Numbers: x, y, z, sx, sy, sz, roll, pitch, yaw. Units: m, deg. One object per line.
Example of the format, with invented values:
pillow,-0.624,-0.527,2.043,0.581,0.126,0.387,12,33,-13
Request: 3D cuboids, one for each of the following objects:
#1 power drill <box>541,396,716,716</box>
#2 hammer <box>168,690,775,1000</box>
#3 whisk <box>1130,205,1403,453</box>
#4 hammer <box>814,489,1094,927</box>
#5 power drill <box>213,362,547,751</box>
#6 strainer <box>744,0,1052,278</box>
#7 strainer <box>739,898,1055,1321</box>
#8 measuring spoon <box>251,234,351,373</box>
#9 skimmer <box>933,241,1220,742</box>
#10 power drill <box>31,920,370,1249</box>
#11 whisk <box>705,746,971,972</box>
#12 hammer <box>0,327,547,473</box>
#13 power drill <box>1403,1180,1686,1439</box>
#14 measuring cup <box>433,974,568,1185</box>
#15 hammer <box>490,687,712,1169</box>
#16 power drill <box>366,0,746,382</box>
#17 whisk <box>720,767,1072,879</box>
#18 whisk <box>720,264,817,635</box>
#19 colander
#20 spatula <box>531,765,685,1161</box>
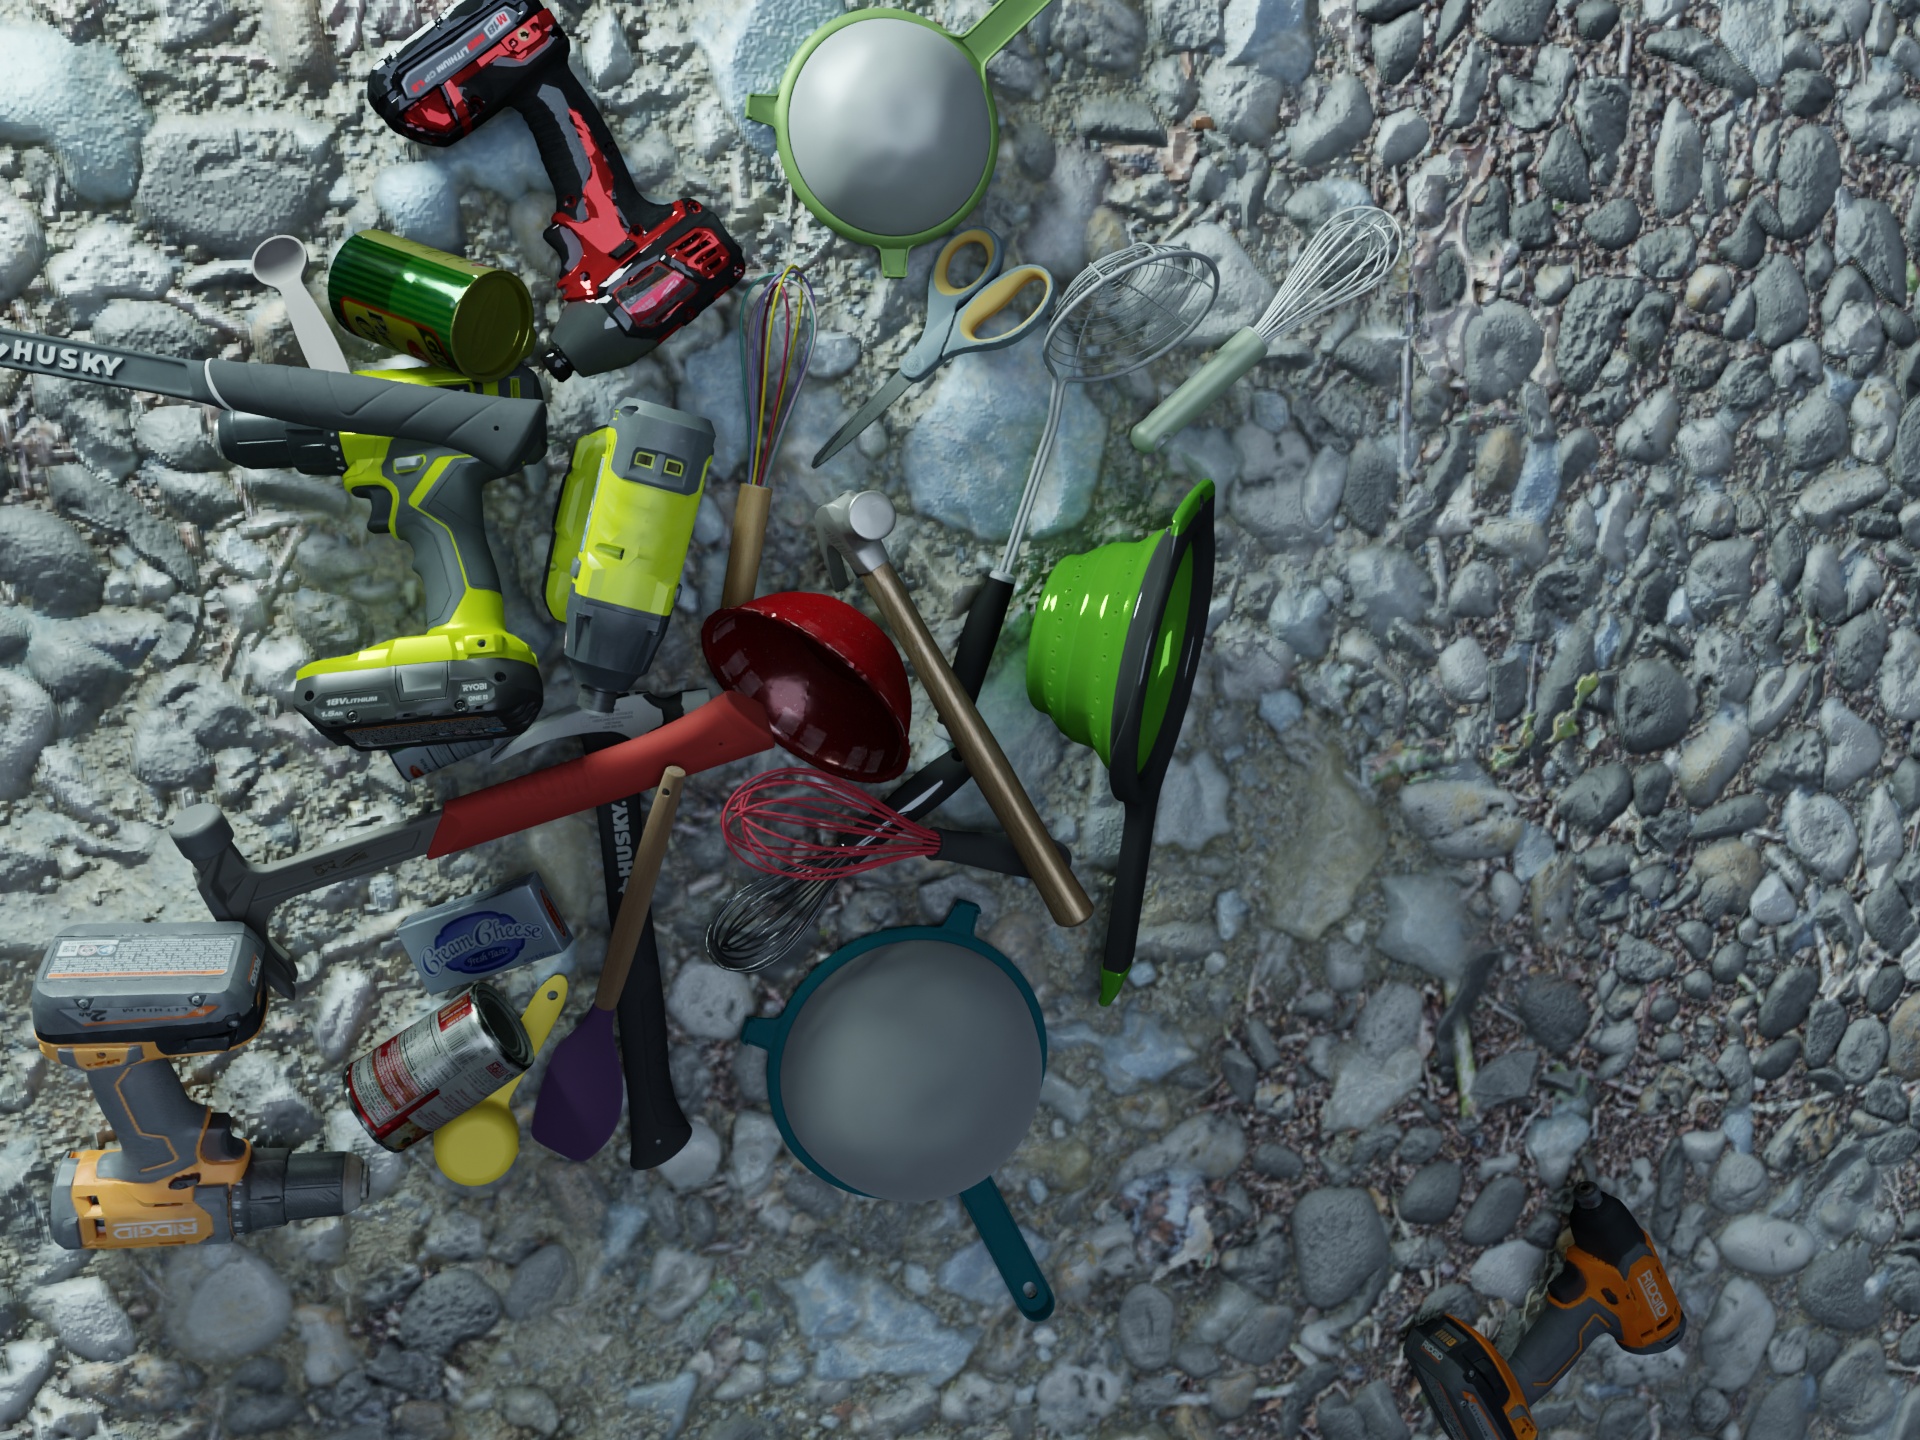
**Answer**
power drill,-0.202,-0.101,0.945,0.080,0.223,0.171,13,96,-17
hammer,-0.290,0.065,1.002,0.359,0.037,0.149,-18,128,-4
whisk,0.214,-0.275,1.125,0.246,0.057,0.059,-42,73,-2
hammer,-0.002,-0.003,1.059,0.031,0.130,0.331,-33,104,-14
power drill,-0.343,-0.102,0.955,0.190,0.080,0.229,-6,78,-7
strainer,-0.002,-0.420,1.022,0.256,0.069,0.151,-44,108,-2
strainer,0.000,0.315,1.145,0.211,0.095,0.340,-28,105,-9
measuring spoon,-0.388,-0.236,0.953,0.034,0.018,0.124,-28,77,-3
skimmer,0.071,-0.147,1.082,0.127,0.090,0.363,7,105,-56
power drill,-0.469,0.236,0.990,0.185,0.084,0.226,1,120,-15
whisk,-0.077,0.093,1.109,0.239,0.055,0.055,-38,107,-10
hammer,-0.442,-0.200,0.910,0.409,0.036,0.149,9,95,-1
power drill,0.485,0.496,1.321,0.226,0.084,0.164,-31,106,-12
measuring cup,-0.307,0.246,1.082,0.062,0.029,0.156,27,92,-18
hammer,-0.229,0.148,1.084,0.146,0.035,0.334,-7,102,-15
power drill,-0.250,-0.322,0.972,0.143,0.079,0.219,-40,110,-5
whisk,-0.033,0.081,1.077,0.295,0.073,0.073,12,97,-39
whisk,-0.133,-0.176,1.047,0.051,0.047,0.245,8,101,-18
colander,0.096,0.022,1.117,0.094,0.204,0.396,13,116,16
spatula,-0.225,0.167,1.042,0.060,0.018,0.315,23,114,7
